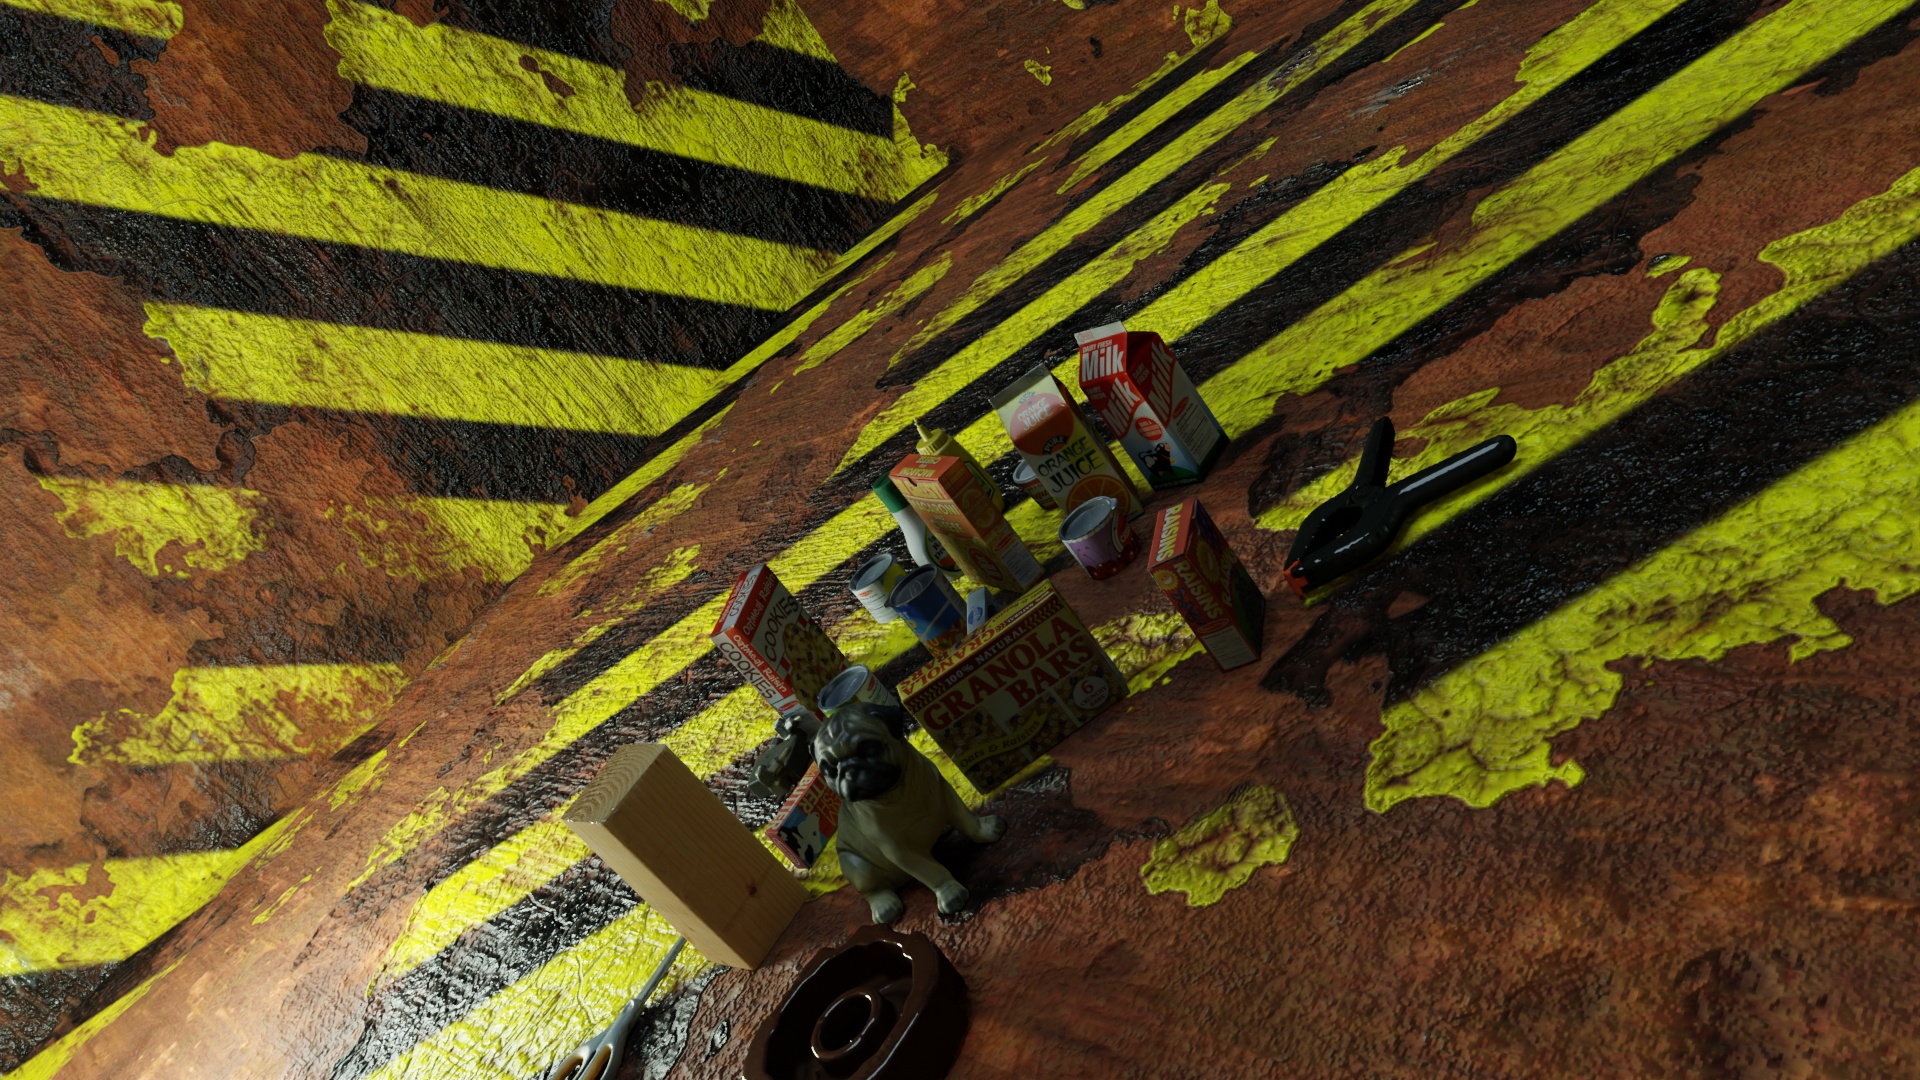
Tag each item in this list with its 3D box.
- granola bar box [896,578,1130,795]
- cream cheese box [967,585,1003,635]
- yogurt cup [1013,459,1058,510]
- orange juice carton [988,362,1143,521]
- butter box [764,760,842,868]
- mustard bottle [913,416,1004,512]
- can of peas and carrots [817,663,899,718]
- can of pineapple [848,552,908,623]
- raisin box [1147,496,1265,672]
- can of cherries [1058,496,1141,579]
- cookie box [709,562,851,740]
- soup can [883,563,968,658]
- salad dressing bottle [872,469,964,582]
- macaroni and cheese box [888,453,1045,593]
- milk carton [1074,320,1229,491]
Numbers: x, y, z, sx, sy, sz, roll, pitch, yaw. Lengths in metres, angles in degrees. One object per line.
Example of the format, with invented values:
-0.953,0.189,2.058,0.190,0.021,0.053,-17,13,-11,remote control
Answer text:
0.047,0.131,1.225,0.165,0.124,0.039,-36,22,5,granola bar box
0.031,0.094,1.417,0.024,0.053,0.104,-32,23,15,cream cheese box
0.104,-0.073,1.632,0.072,0.054,0.073,-32,23,15,yogurt cup
0.112,-0.096,1.479,0.071,0.192,0.073,-33,22,14,orange juice carton
-0.142,0.262,1.351,0.024,0.053,0.104,-15,31,45,butter box
-0.011,-0.086,1.691,0.065,0.160,0.049,-43,22,-12,mustard bottle
-0.108,0.174,1.464,0.071,0.058,0.071,-32,23,15,can of peas and carrots
-0.090,0.056,1.670,0.071,0.057,0.071,-32,23,15,can of pineapple
0.208,0.037,1.164,0.040,0.123,0.086,-25,25,30,raisin box
0.145,-0.003,1.425,0.071,0.058,0.072,-32,23,15,can of cherries
-0.199,0.124,1.556,0.040,0.167,0.123,-28,24,24,cookie box
-0.030,0.079,1.499,0.071,0.083,0.071,-32,22,15,soup can
-0.046,-0.017,1.626,0.044,0.147,0.064,-8,37,52,salad dressing bottle
0.005,-0.019,1.526,0.040,0.166,0.123,-45,23,-17,macaroni and cheese box
0.195,-0.149,1.460,0.072,0.190,0.074,-9,35,51,milk carton
